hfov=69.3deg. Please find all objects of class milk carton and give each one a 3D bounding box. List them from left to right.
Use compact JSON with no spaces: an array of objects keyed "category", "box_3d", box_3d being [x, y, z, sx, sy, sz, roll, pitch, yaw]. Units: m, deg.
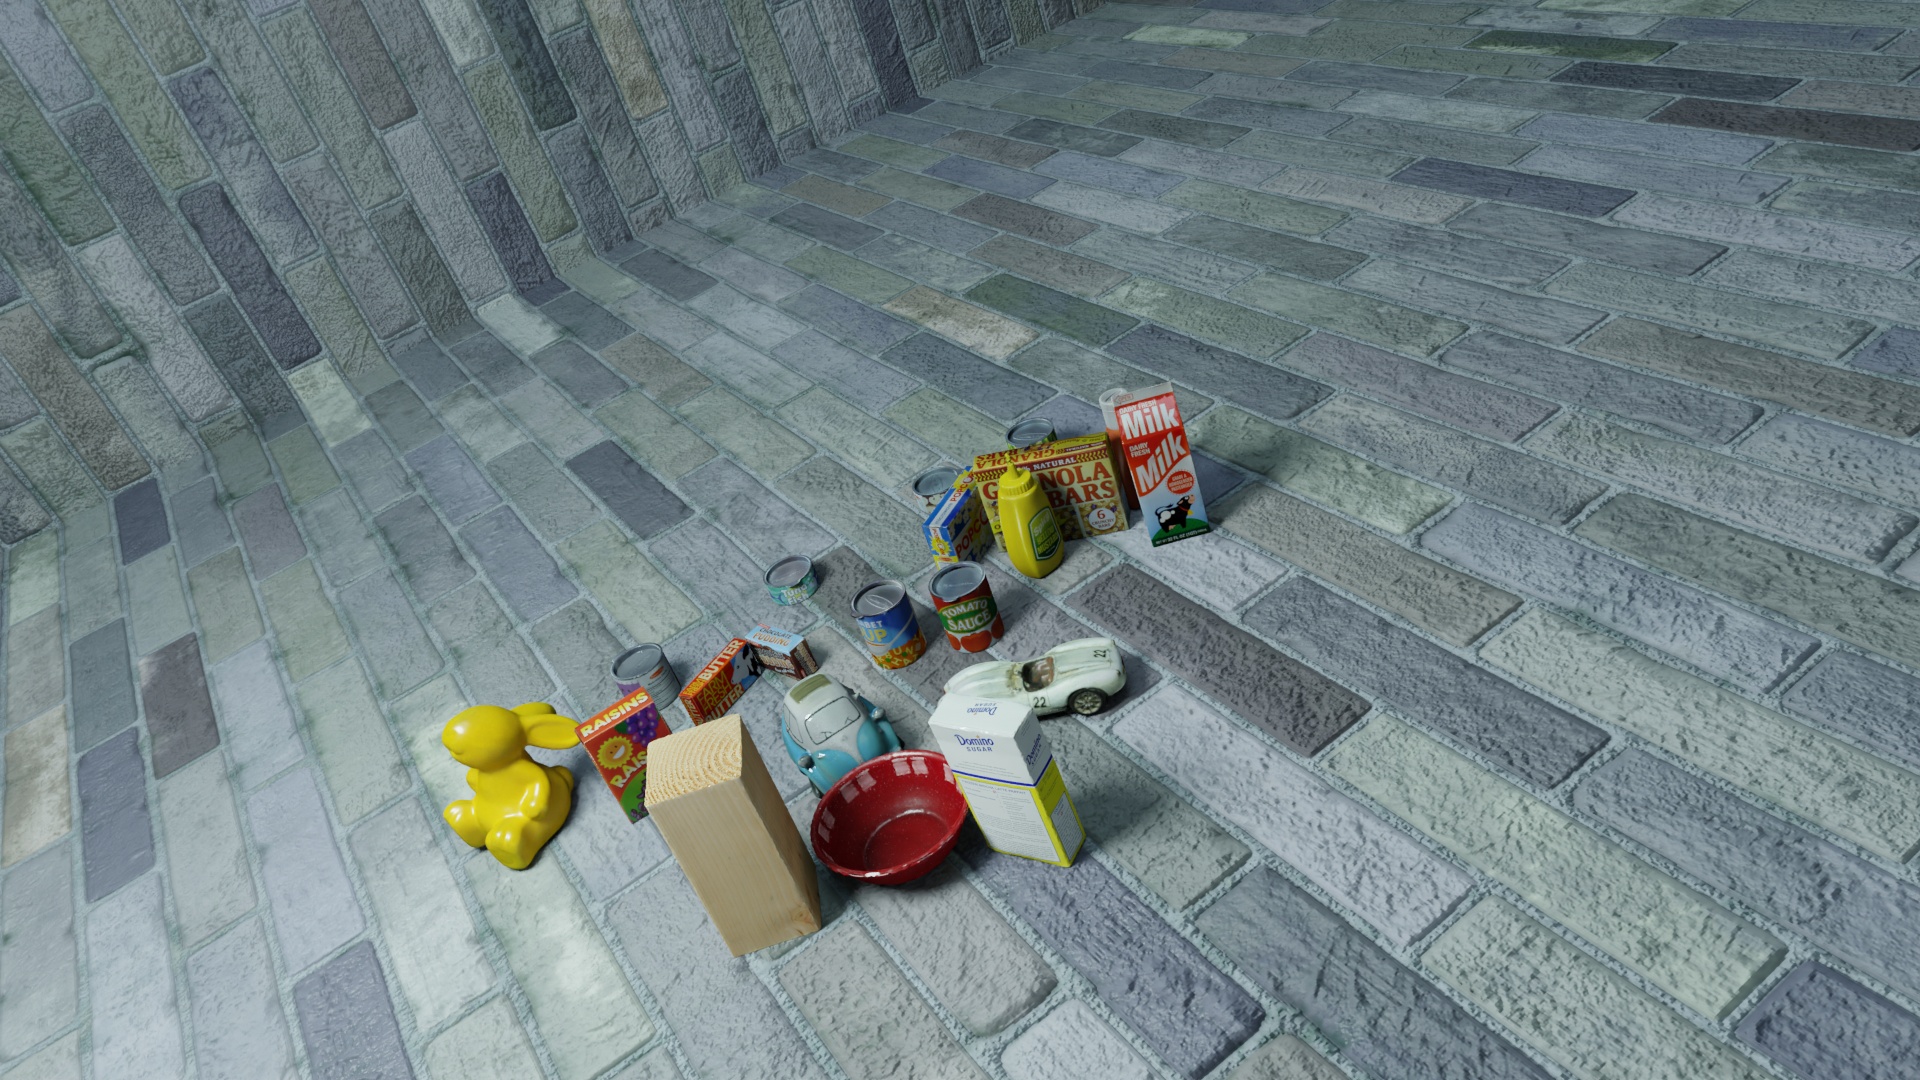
[{"category":"milk carton","box_3d":[0.230,-0.094,1.604,0.072,0.189,0.074,-15,33,8]}]

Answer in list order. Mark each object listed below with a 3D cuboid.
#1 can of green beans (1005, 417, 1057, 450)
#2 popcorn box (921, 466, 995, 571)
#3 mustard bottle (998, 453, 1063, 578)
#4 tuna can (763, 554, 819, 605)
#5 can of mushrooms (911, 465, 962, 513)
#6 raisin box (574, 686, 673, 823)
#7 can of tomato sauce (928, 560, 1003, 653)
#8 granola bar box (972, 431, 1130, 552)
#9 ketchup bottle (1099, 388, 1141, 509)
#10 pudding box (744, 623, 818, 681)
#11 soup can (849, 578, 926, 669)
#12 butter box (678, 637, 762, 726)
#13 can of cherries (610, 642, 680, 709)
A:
[{"category":"can of green beans","box_3d":[0.098,-0.121,1.834,0.071,0.057,0.071,-14,33,9]},{"category":"popcorn box","box_3d":[0.006,-0.021,1.712,0.038,0.085,0.127,3,39,31]},{"category":"mustard bottle","box_3d":[0.075,-0.032,1.622,0.049,0.159,0.065,15,47,42]},{"category":"tuna can","box_3d":[-0.214,0.052,1.768,0.071,0.032,0.071,-14,33,9]},{"category":"can of mushrooms","box_3d":[-0.026,-0.068,1.844,0.071,0.033,0.071,-14,33,9]},{"category":"raisin box","box_3d":[-0.347,0.230,1.492,0.086,0.123,0.040,-31,34,-17]},{"category":"can of tomato sauce","box_3d":[0.008,0.077,1.568,0.071,0.082,0.071,-14,33,9]},{"category":"granola bar box","box_3d":[0.110,-0.057,1.673,0.165,0.123,0.039,-10,34,14]},{"category":"ketchup bottle","box_3d":[0.204,-0.113,1.684,0.043,0.148,0.065,18,48,44]},{"category":"pudding box","box_3d":[-0.210,0.131,1.634,0.084,0.049,0.030,14,46,41]},{"category":"soup can","box_3d":[-0.084,0.097,1.586,0.071,0.083,0.072,-14,33,9]},{"category":"butter box","box_3d":[-0.278,0.166,1.615,0.024,0.053,0.104,8,42,37]},{"category":"can of cherries","box_3d":[-0.378,0.165,1.665,0.071,0.058,0.072,-14,33,9]}]
